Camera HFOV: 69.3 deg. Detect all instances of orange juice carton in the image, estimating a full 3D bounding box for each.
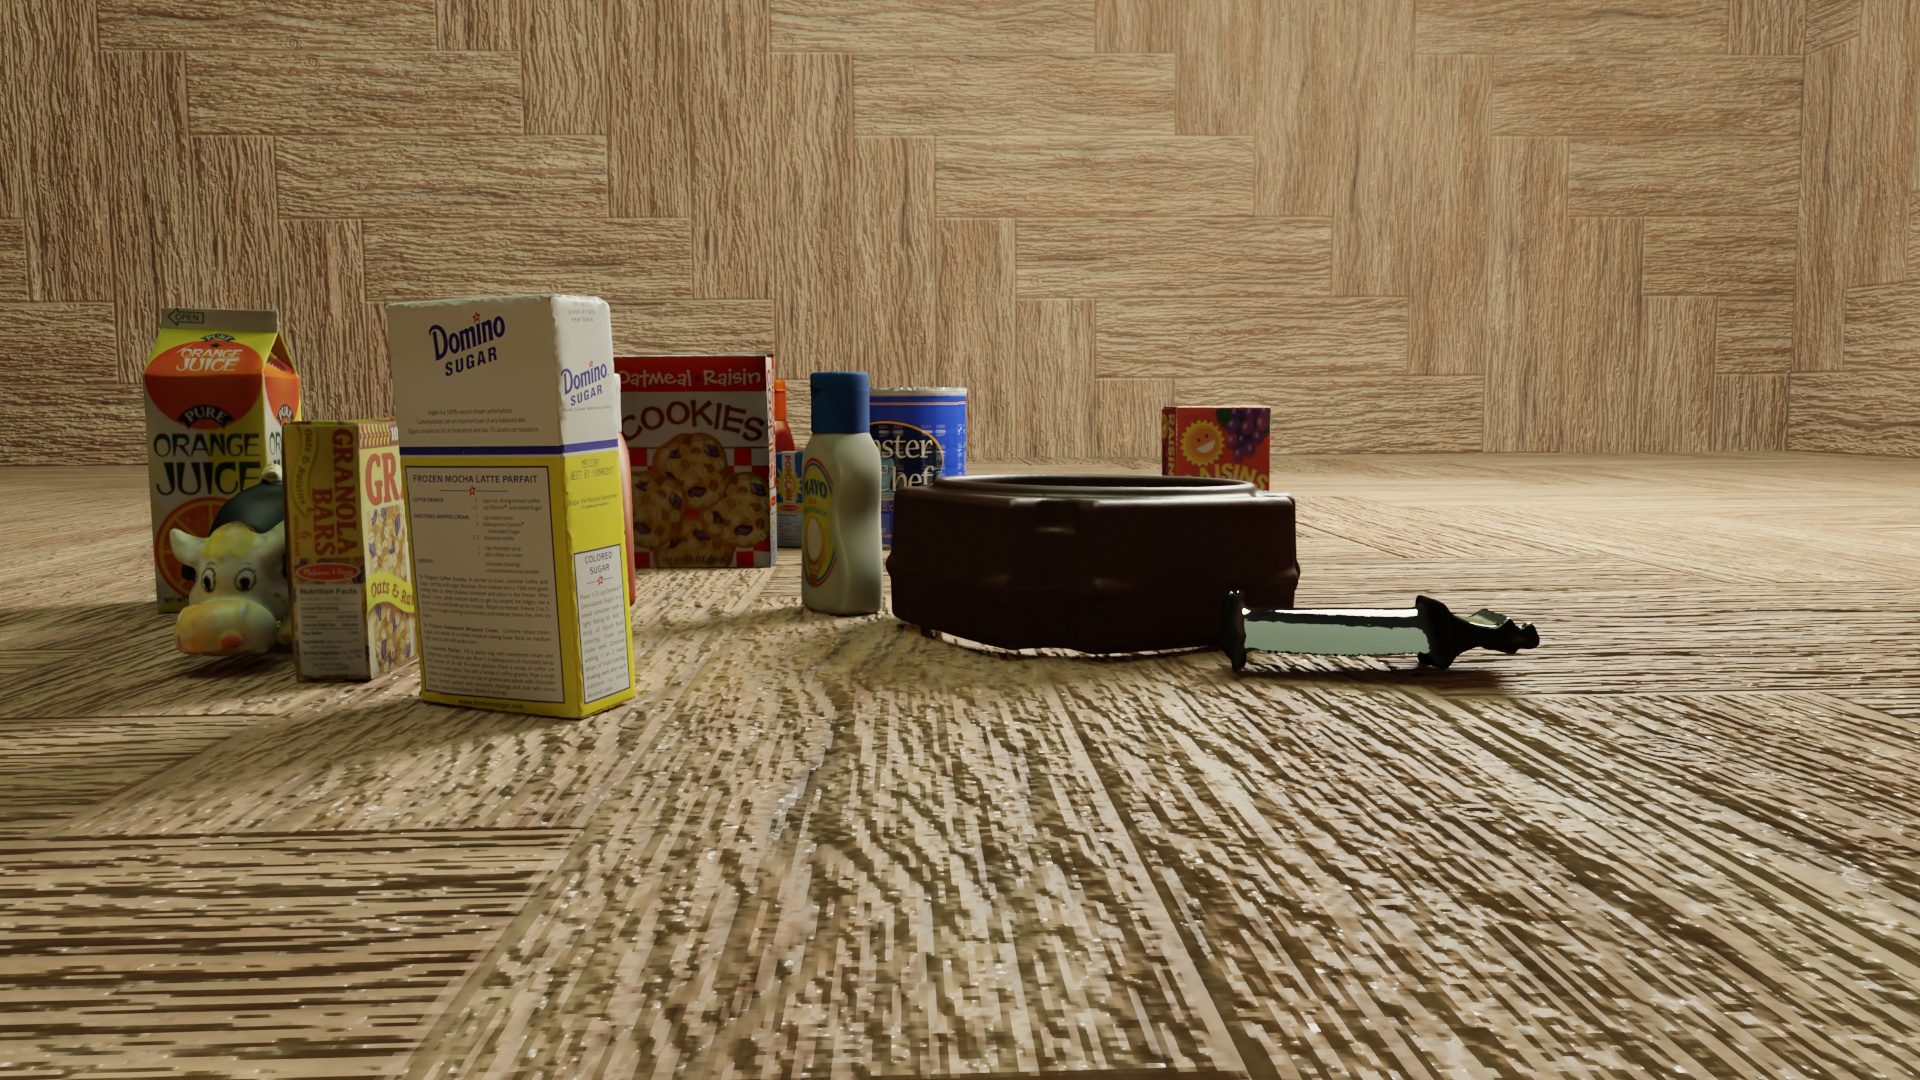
[{"bbox_3d":[-0.475,-0.054,0.901,0.072,0.192,0.073,-1,5,-9],"label":"orange juice carton"}]

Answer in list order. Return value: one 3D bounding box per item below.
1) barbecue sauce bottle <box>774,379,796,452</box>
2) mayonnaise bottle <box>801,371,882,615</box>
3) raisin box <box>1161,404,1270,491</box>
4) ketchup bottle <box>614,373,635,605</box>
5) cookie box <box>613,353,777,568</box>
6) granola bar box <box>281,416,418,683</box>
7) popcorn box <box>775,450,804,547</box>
[{"bbox_3d":[-0.177,-0.073,1.275,0.043,0.148,0.065,4,7,37],"label":"barbecue sauce bottle"},{"bbox_3d":[-0.075,-0.030,0.861,0.041,0.148,0.065,-4,6,-33],"label":"mayonnaise bottle"},{"bbox_3d":[0.214,-0.052,1.165,0.086,0.123,0.040,-1,5,-10],"label":"raisin box"},{"bbox_3d":[-0.235,-0.032,0.888,0.043,0.148,0.064,-5,7,-37],"label":"ketchup bottle"},{"bbox_3d":[-0.209,-0.063,1.094,0.123,0.167,0.040,0,5,0],"label":"cookie box"},{"bbox_3d":[-0.302,-0.003,0.730,0.039,0.124,0.166,-1,6,-3],"label":"granola bar box"},{"bbox_3d":[-0.126,-0.041,1.273,0.038,0.085,0.127,2,6,22],"label":"popcorn box"}]
